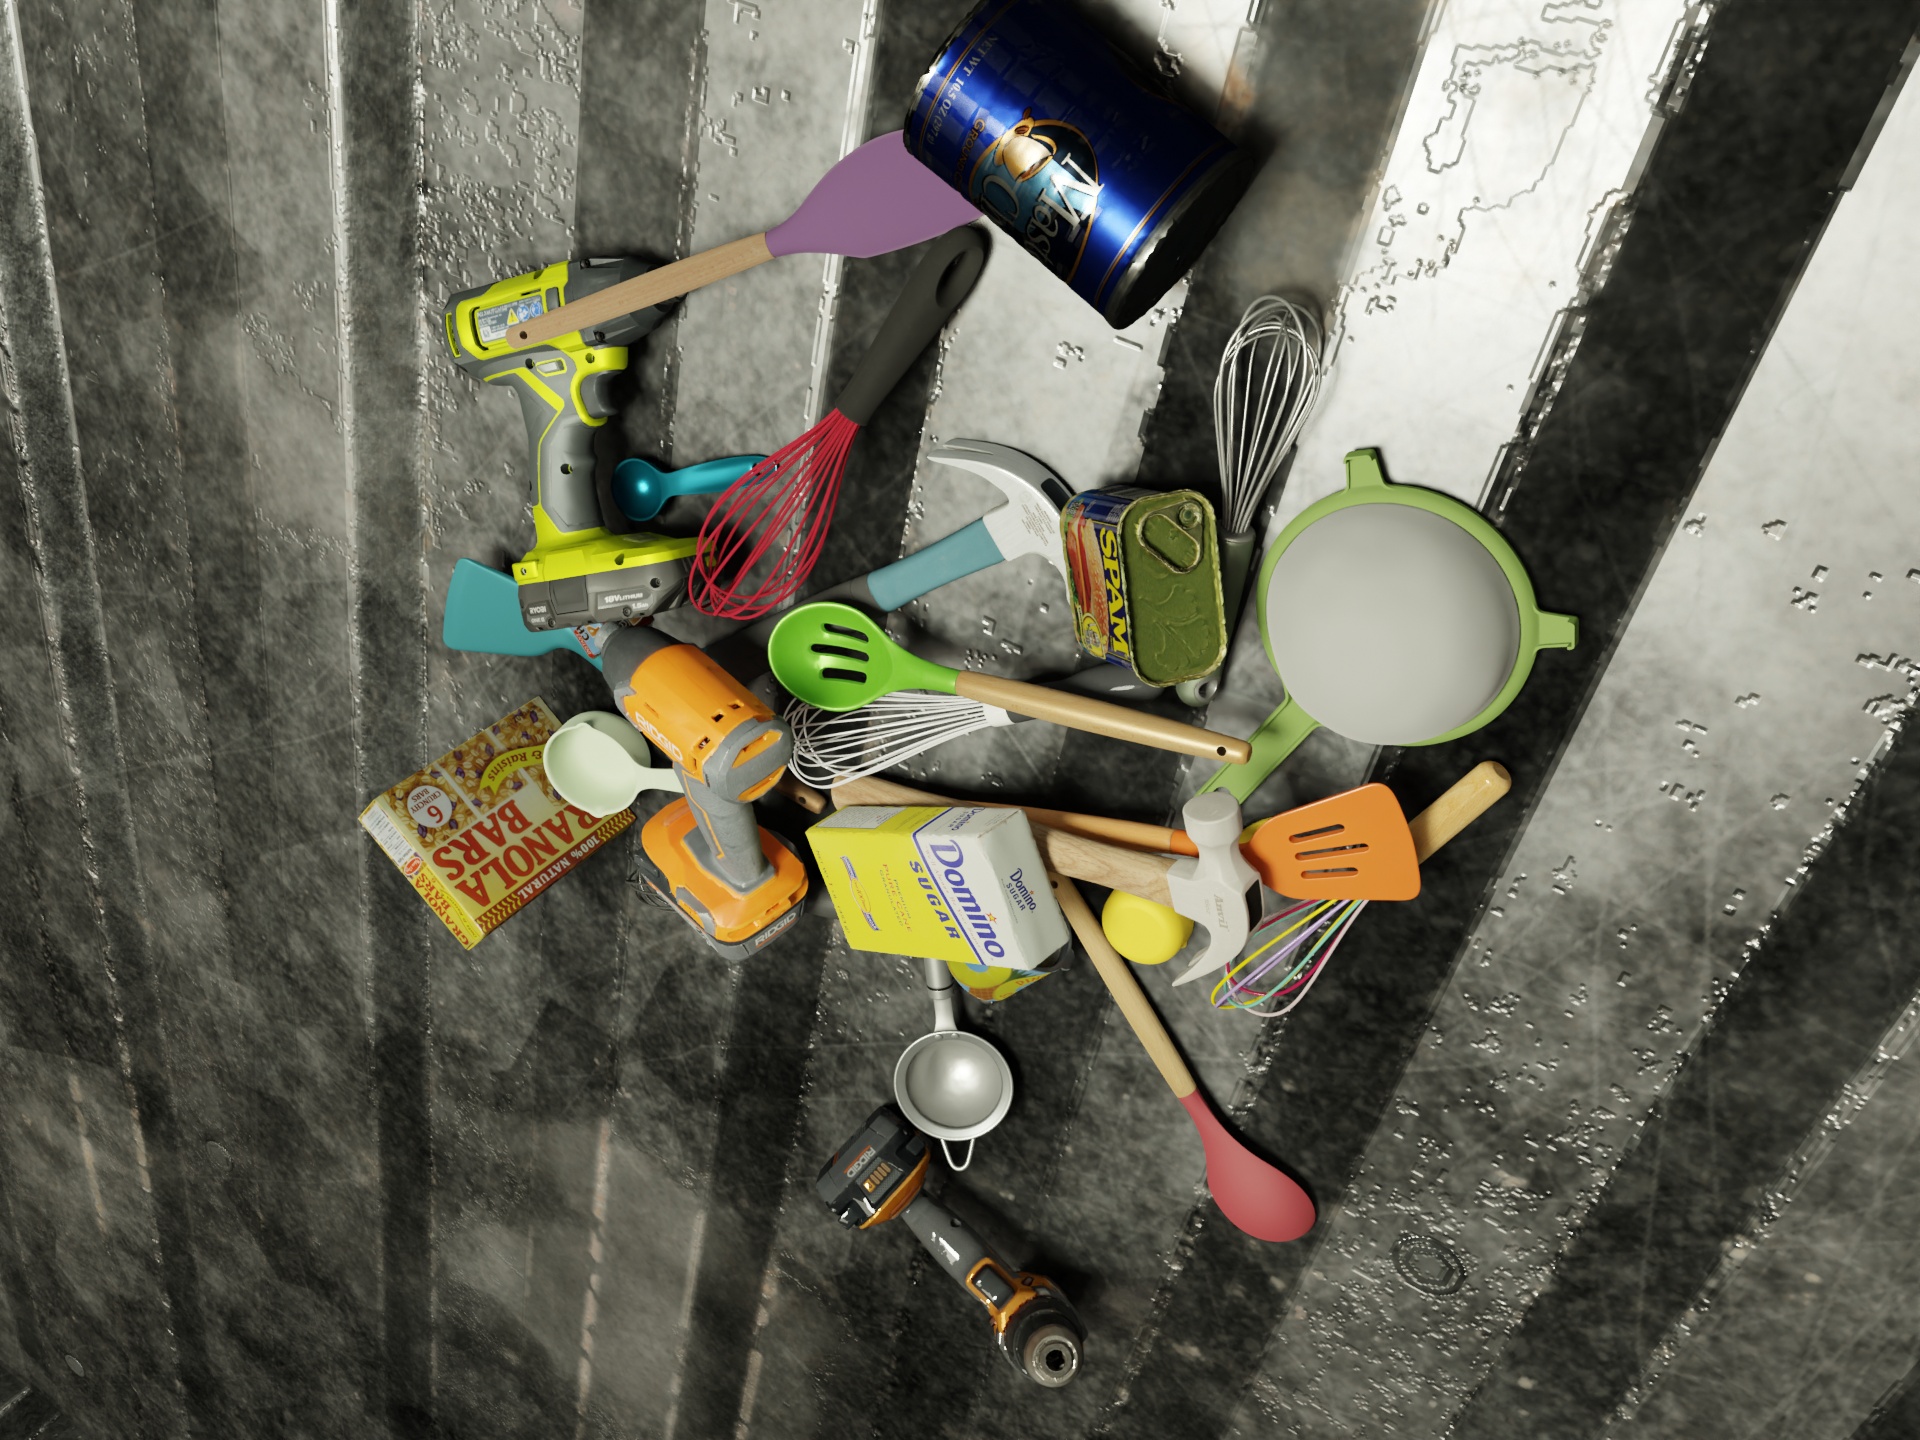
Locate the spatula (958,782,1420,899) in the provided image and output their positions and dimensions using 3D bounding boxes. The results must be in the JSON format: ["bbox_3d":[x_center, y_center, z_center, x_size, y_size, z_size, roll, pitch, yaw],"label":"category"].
[{"bbox_3d":[0.116,0.065,0.957,0.323,0.041,0.081,5,129,44],"label":"spatula"}]

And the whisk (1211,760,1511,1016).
[{"bbox_3d":[0.229,0.103,0.929,0.047,0.051,0.245,31,127,-13],"label":"whisk"}]

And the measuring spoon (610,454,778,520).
[{"bbox_3d":[-0.172,-0.159,1.047,0.128,0.021,0.042,-5,104,24],"label":"measuring spoon"}]

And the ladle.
[{"bbox_3d":[0.139,0.225,1.059,0.069,0.031,0.315,-27,98,39],"label":"ladle"}]

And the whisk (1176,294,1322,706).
[{"bbox_3d":[0.148,-0.110,0.857,0.059,0.057,0.246,52,144,44],"label":"whisk"}]

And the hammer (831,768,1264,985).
[{"bbox_3d":[0.042,0.078,0.987,0.331,0.031,0.130,12,129,42],"label":"hammer"}]

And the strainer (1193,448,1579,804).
[{"bbox_3d":[0.193,-0.010,0.864,0.151,0.069,0.256,41,128,5],"label":"strainer"}]

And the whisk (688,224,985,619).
[{"bbox_3d":[-0.074,-0.166,0.934,0.073,0.073,0.295,42,118,5],"label":"whisk"}]

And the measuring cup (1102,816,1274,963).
[{"bbox_3d":[0.145,0.104,0.983,0.062,0.029,0.156,48,132,0],"label":"measuring cup"}]

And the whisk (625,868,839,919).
[{"bbox_3d":[-0.143,0.126,1.169,0.239,0.055,0.055,4,118,25],"label":"whisk"}]

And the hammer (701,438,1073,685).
[{"bbox_3d":[-0.059,-0.076,1.008,0.331,0.033,0.128,-21,104,38],"label":"hammer"}]

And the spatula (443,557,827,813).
[{"bbox_3d":[-0.233,-0.016,1.144,0.317,0.044,0.082,31,125,12],"label":"spatula"}]

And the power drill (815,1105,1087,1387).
[{"bbox_3d":[0.000,0.388,1.152,0.226,0.084,0.185,43,170,5],"label":"power drill"}]

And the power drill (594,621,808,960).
[{"bbox_3d":[-0.176,0.040,1.059,0.164,0.084,0.226,38,148,29],"label":"power drill"}]

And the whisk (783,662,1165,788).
[{"bbox_3d":[-0.002,-0.003,1.000,0.284,0.070,0.070,-10,110,30],"label":"whisk"}]

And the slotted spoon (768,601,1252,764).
[{"bbox_3d":[0.023,-0.015,0.946,0.314,0.031,0.070,14,109,26],"label":"slotted spoon"}]

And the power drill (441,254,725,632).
[{"bbox_3d":[-0.231,-0.177,1.013,0.171,0.080,0.223,-6,100,26],"label":"power drill"}]

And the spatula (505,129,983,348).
[{"bbox_3d":[-0.132,-0.268,0.915,0.316,0.018,0.059,-14,107,21],"label":"spatula"}]

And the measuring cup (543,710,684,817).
[{"bbox_3d":[-0.224,0.033,1.178,0.167,0.038,0.083,5,121,11],"label":"measuring cup"}]

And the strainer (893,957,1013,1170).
[{"bbox_3d":[-0.011,0.196,1.128,0.087,0.050,0.258,-4,109,7],"label":"strainer"}]
